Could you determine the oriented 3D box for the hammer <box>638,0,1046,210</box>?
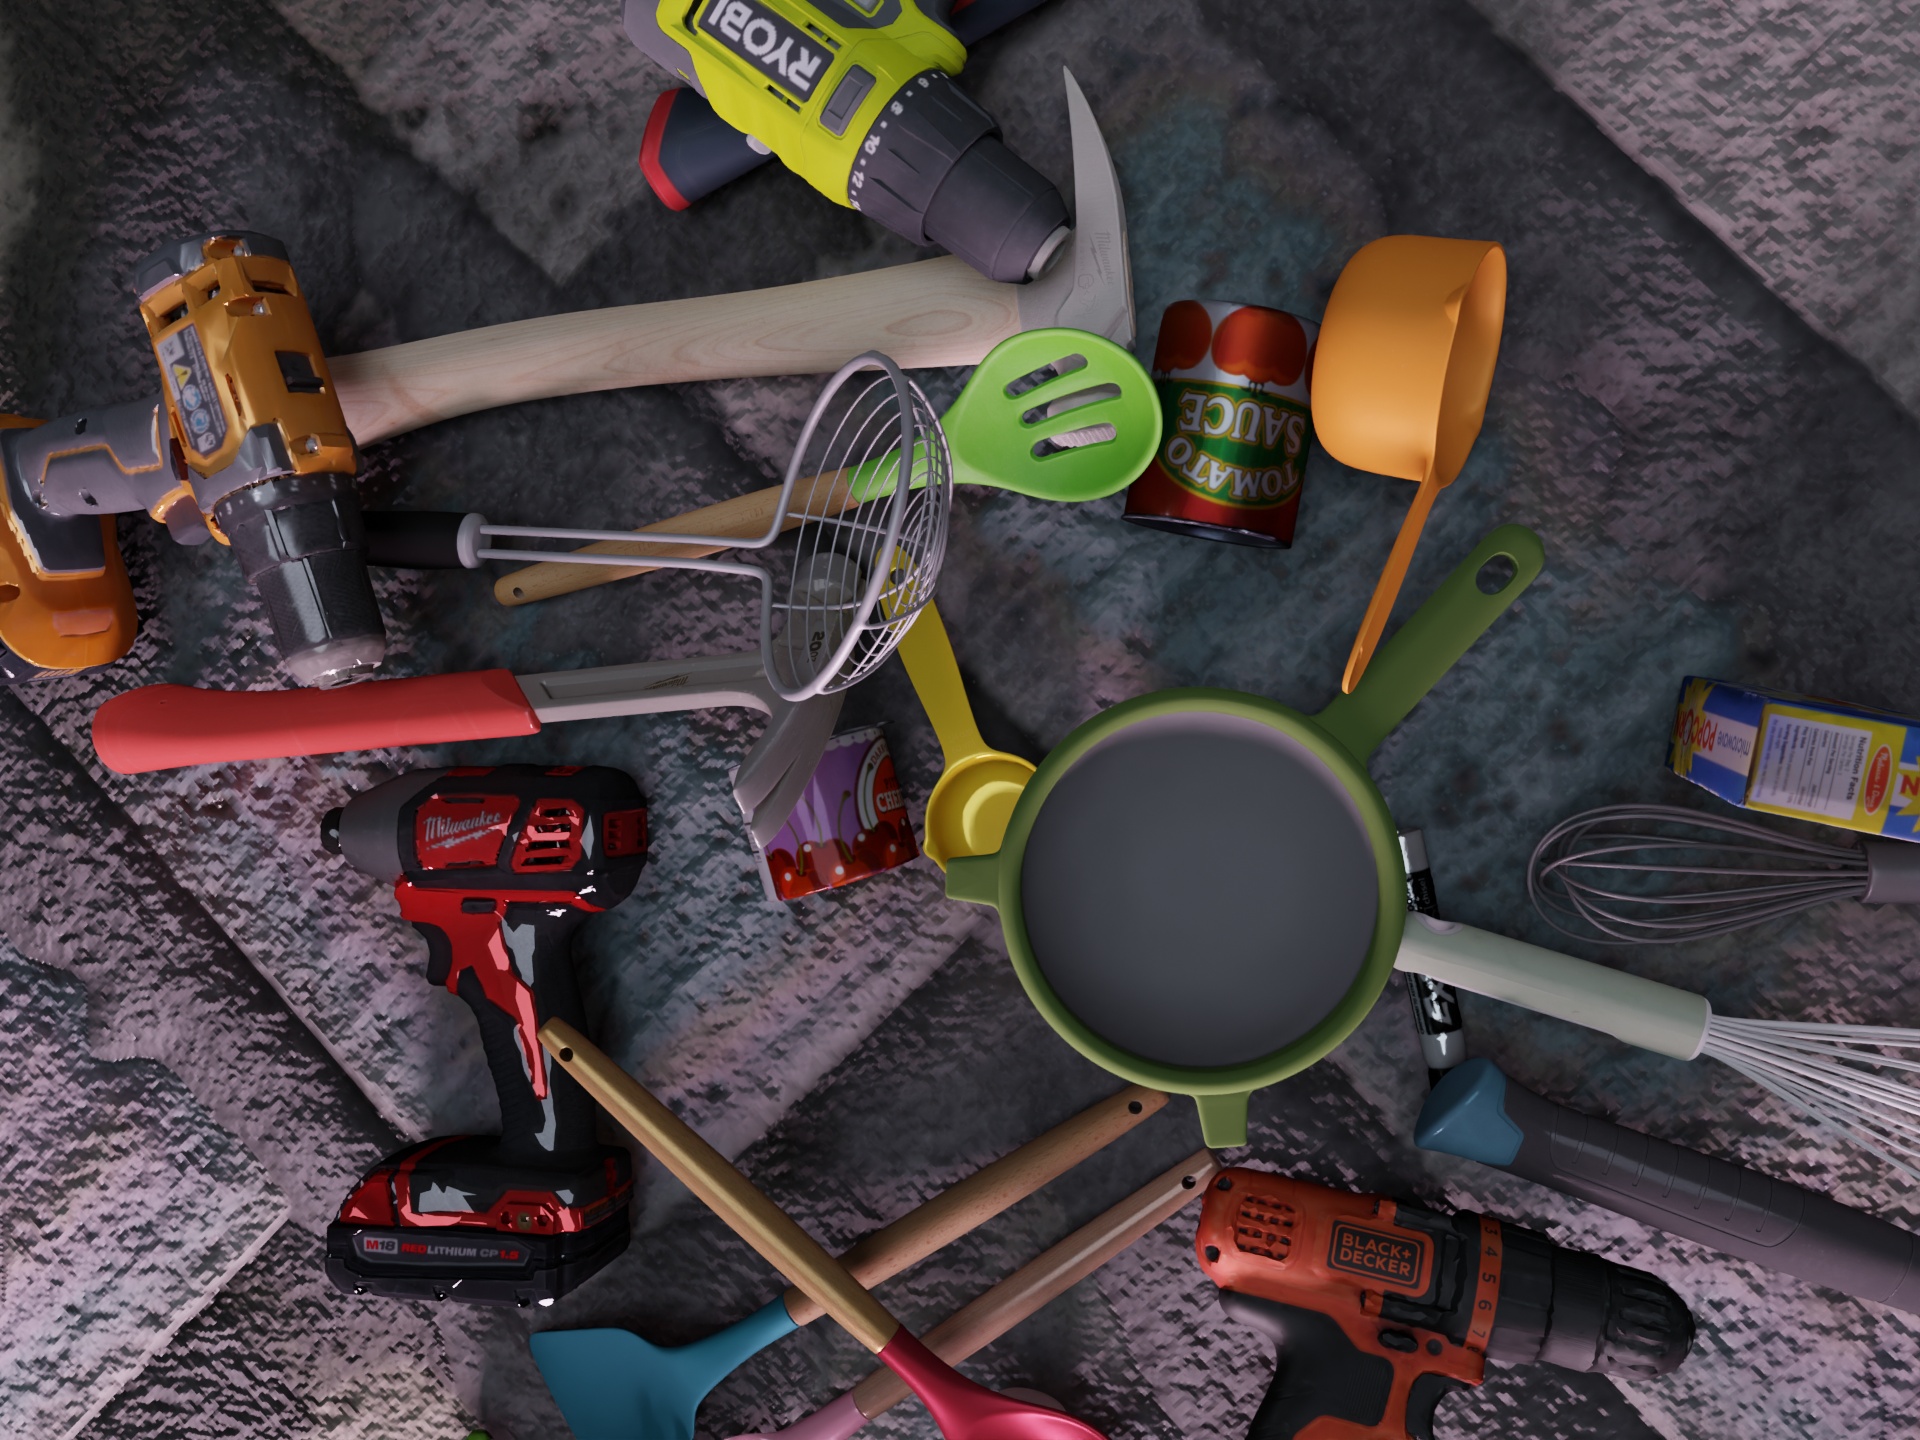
[{"bbox_3d":[0.048,-0.297,0.633,0.386,0.038,0.143,-26,88,12],"label":"hammer"}]

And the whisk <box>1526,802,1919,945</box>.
[{"bbox_3d":[0.329,0.058,0.578,0.239,0.055,0.055,1,92,8],"label":"whisk"}]

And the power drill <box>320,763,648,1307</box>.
[{"bbox_3d":[-0.209,0.128,0.686,0.143,0.078,0.220,0,89,11],"label":"power drill"}]

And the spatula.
[{"bbox_3d":[-0.048,0.233,0.680,0.317,0.044,0.082,-32,85,7],"label":"spatula"}]

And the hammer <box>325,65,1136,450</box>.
[{"bbox_3d":[-0.132,-0.169,0.678,0.410,0.038,0.146,-5,89,13],"label":"hammer"}]

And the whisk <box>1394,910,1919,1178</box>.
[{"bbox_3d":[0.277,0.116,0.582,0.246,0.058,0.059,17,104,10],"label":"whisk"}]

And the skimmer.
[{"bbox_3d":[-0.163,-0.078,0.625,0.363,0.090,0.127,5,81,25],"label":"skimmer"}]

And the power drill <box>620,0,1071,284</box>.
[{"bbox_3d":[0.007,-0.294,0.585,0.190,0.080,0.228,38,103,7],"label":"power drill"}]

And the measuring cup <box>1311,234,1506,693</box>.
[{"bbox_3d":[0.148,-0.095,0.579,0.052,0.095,0.174,18,80,26],"label":"measuring cup"}]

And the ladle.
[{"bbox_3d":[-0.049,0.227,0.626,0.315,0.031,0.069,42,94,3],"label":"ladle"}]

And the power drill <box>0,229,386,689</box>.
[{"bbox_3d":[-0.346,-0.080,0.683,0.226,0.084,0.185,-19,90,26],"label":"power drill"}]

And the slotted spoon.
[{"bbox_3d":[-0.065,-0.091,0.645,0.314,0.031,0.070,-13,117,24],"label":"slotted spoon"}]

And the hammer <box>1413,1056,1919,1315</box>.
[{"bbox_3d":[0.330,0.192,0.562,0.331,0.033,0.128,18,121,12],"label":"hammer"}]

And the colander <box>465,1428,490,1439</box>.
[{"bbox_3d":[-0.159,0.508,0.675,0.094,0.204,0.397,-2,73,-21],"label":"colander"}]

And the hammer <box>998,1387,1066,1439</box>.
[{"bbox_3d":[0.194,0.388,0.623,0.405,0.035,0.144,11,94,12],"label":"hammer"}]

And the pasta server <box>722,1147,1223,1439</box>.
[{"bbox_3d":[-0.021,0.274,0.663,0.316,0.040,0.060,-37,84,9],"label":"pasta server"}]

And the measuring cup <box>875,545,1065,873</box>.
[{"bbox_3d":[-0.001,-0.002,0.665,0.062,0.029,0.157,-24,75,11],"label":"measuring cup"}]

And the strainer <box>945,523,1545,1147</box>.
[{"bbox_3d":[0.126,0.025,0.616,0.151,0.069,0.256,43,89,4],"label":"strainer"}]

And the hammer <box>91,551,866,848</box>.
[{"bbox_3d":[-0.219,0.001,0.669,0.359,0.149,0.036,-5,129,18],"label":"hammer"}]
